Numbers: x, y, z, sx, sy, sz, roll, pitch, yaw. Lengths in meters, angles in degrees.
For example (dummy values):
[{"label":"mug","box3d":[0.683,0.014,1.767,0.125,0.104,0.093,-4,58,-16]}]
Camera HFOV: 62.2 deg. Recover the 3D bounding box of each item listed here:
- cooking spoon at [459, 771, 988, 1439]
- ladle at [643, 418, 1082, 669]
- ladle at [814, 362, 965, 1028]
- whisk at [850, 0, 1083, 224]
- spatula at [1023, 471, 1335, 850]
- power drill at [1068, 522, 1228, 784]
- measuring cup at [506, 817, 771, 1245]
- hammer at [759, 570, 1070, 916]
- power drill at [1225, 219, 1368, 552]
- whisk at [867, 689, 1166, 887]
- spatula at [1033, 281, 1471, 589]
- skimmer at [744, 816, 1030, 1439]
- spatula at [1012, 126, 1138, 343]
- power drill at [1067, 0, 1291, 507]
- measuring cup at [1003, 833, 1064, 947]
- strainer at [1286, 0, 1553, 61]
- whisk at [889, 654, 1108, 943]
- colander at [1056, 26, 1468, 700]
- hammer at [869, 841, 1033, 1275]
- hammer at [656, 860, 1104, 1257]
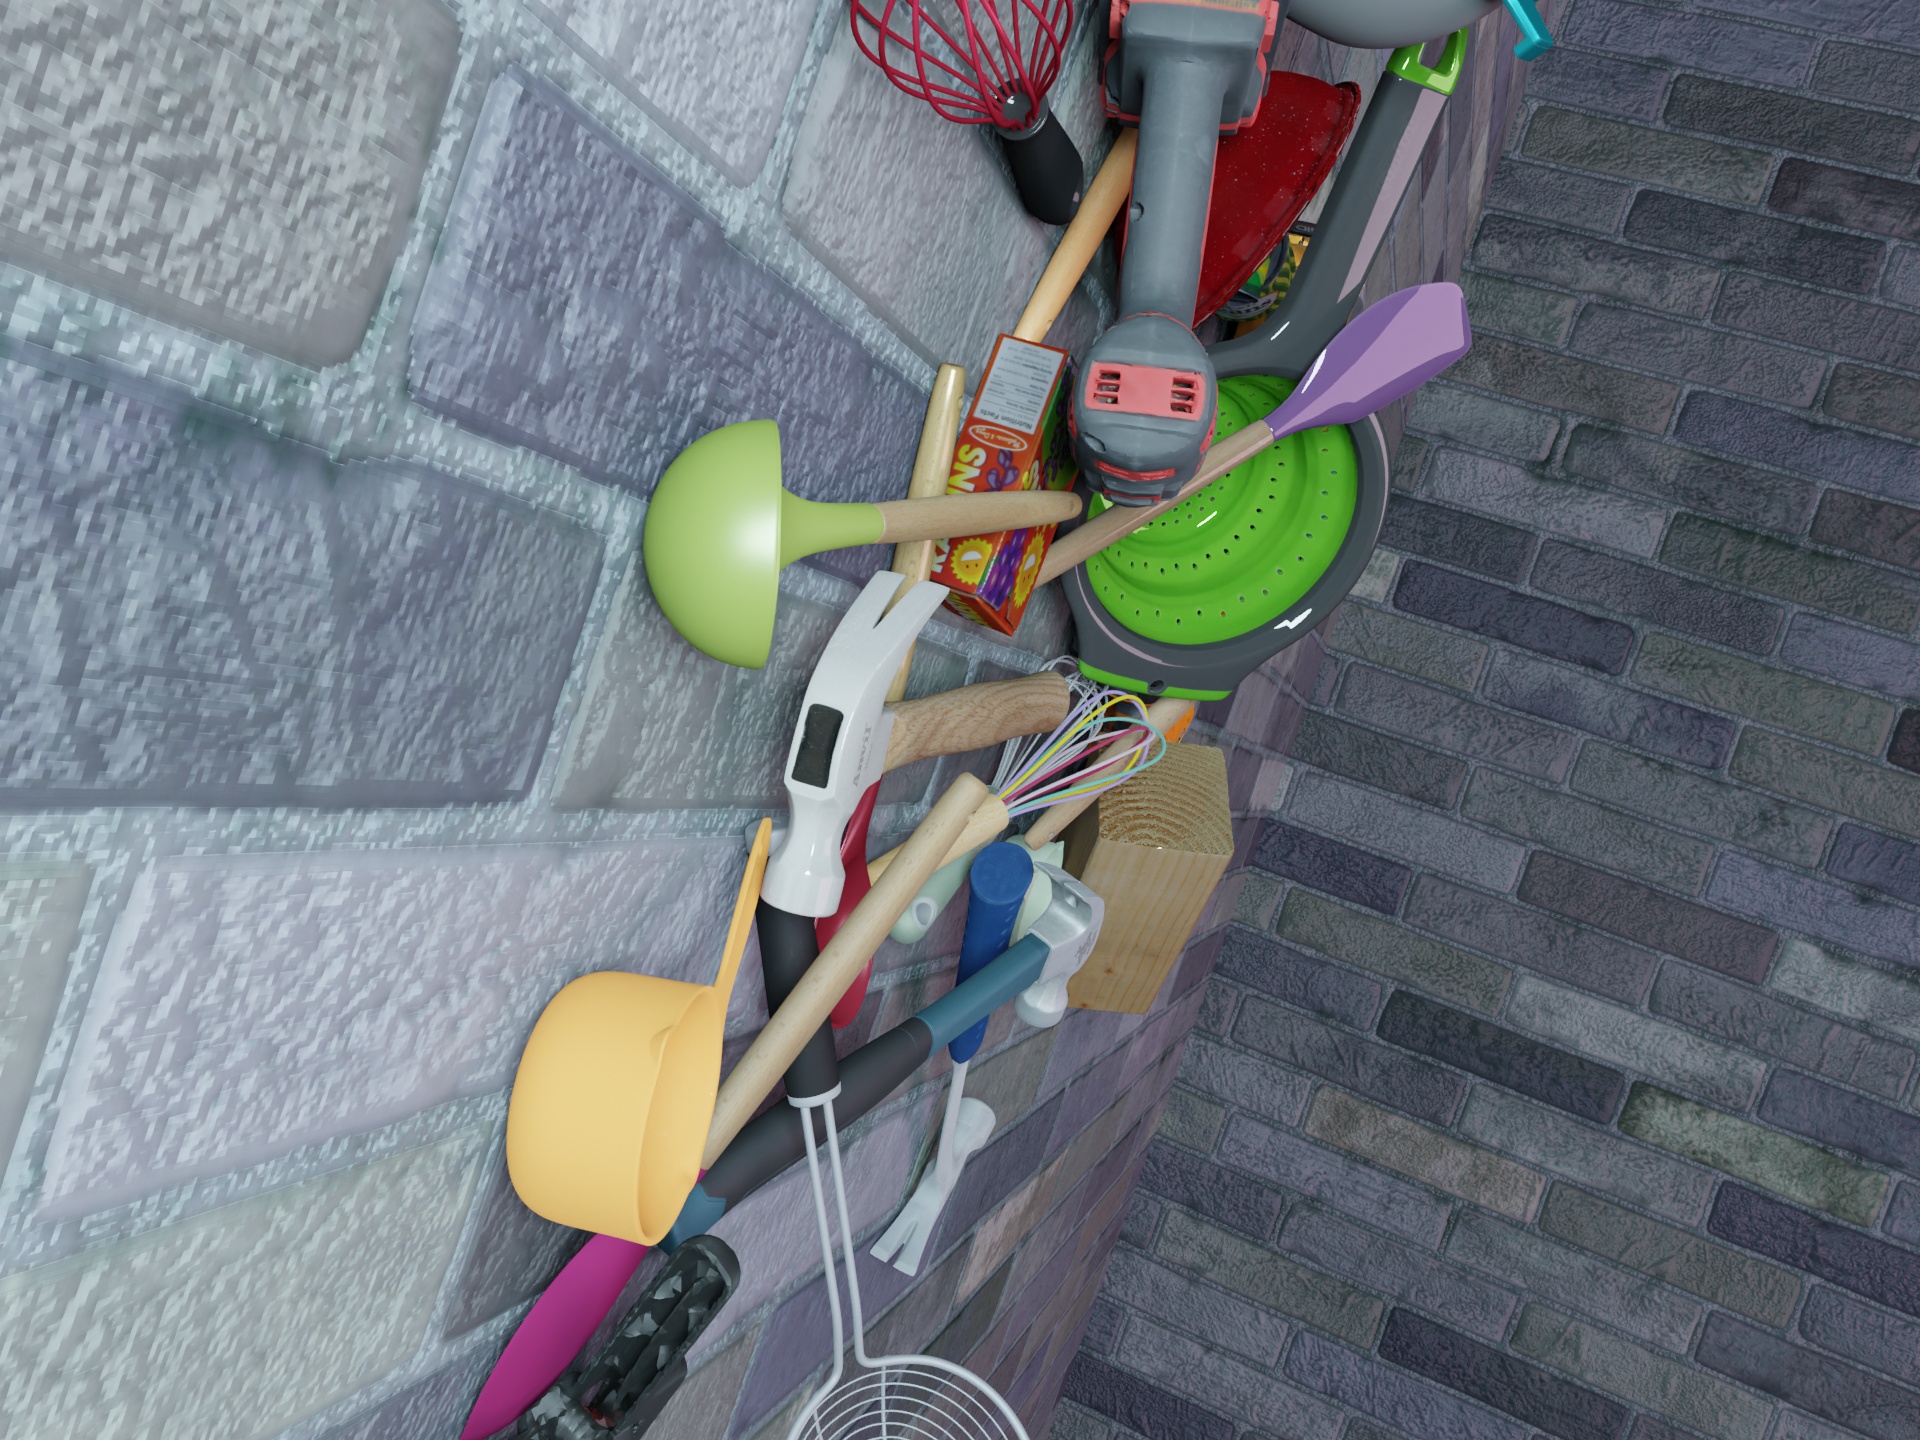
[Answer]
[{"label":"cooking spoon","box3d":[-0.089,0.150,0.621,0.319,0.017,0.068,-53,163,-4]},{"label":"ladle","box3d":[-0.011,-0.074,0.605,0.320,0.062,0.078,-19,117,-61]},{"label":"ladle","box3d":[-0.035,-0.005,0.725,0.069,0.031,0.315,-30,136,-66]},{"label":"whisk","box3d":[0.018,-0.232,0.589,0.296,0.073,0.073,-13,122,-78]},{"label":"spatula","box3d":[0.150,-0.036,1.006,0.317,0.044,0.082,-43,140,-7]},{"label":"power drill","box3d":[0.124,-0.014,1.129,0.164,0.084,0.226,-59,163,-28]},{"label":"measuring cup","box3d":[-0.112,0.100,0.573,0.095,0.052,0.174,91,9,-47]},{"label":"hammer","box3d":[-0.001,-0.002,0.741,0.331,0.031,0.130,-14,119,-72]},{"label":"power drill","box3d":[0.221,-0.222,1.104,0.226,0.084,0.185,-75,179,-46]},{"label":"whisk","box3d":[0.034,0.045,0.881,0.245,0.051,0.047,-28,153,-41]},{"label":"spatula","box3d":[0.141,-0.143,0.845,0.316,0.018,0.059,-32,125,-6]},{"label":"skimmer","box3d":[-0.038,0.221,0.670,0.127,0.090,0.363,-16,106,-31]},{"label":"spatula","box3d":[0.096,-0.320,0.792,0.323,0.041,0.081,-62,161,-13]},{"label":"power drill","box3d":[0.088,-0.204,0.699,0.188,0.080,0.227,9,88,-85]},{"label":"measuring cup","box3d":[0.028,0.100,1.026,0.083,0.038,0.167,-67,161,-11]},{"label":"strainer","box3d":[0.169,-0.425,0.759,0.095,0.210,0.341,-38,-150,39]},{"label":"whisk","box3d":[0.024,0.042,0.942,0.057,0.059,0.246,58,47,-22]},{"label":"colander","box3d":[0.167,-0.204,0.900,0.095,0.204,0.397,-117,-137,-54]},{"label":"hammer","box3d":[0.000,0.218,1.014,0.144,0.035,0.405,-56,164,-38]},{"label":"hammer","box3d":[-0.030,0.166,0.787,0.331,0.033,0.128,-27,143,-47]}]
